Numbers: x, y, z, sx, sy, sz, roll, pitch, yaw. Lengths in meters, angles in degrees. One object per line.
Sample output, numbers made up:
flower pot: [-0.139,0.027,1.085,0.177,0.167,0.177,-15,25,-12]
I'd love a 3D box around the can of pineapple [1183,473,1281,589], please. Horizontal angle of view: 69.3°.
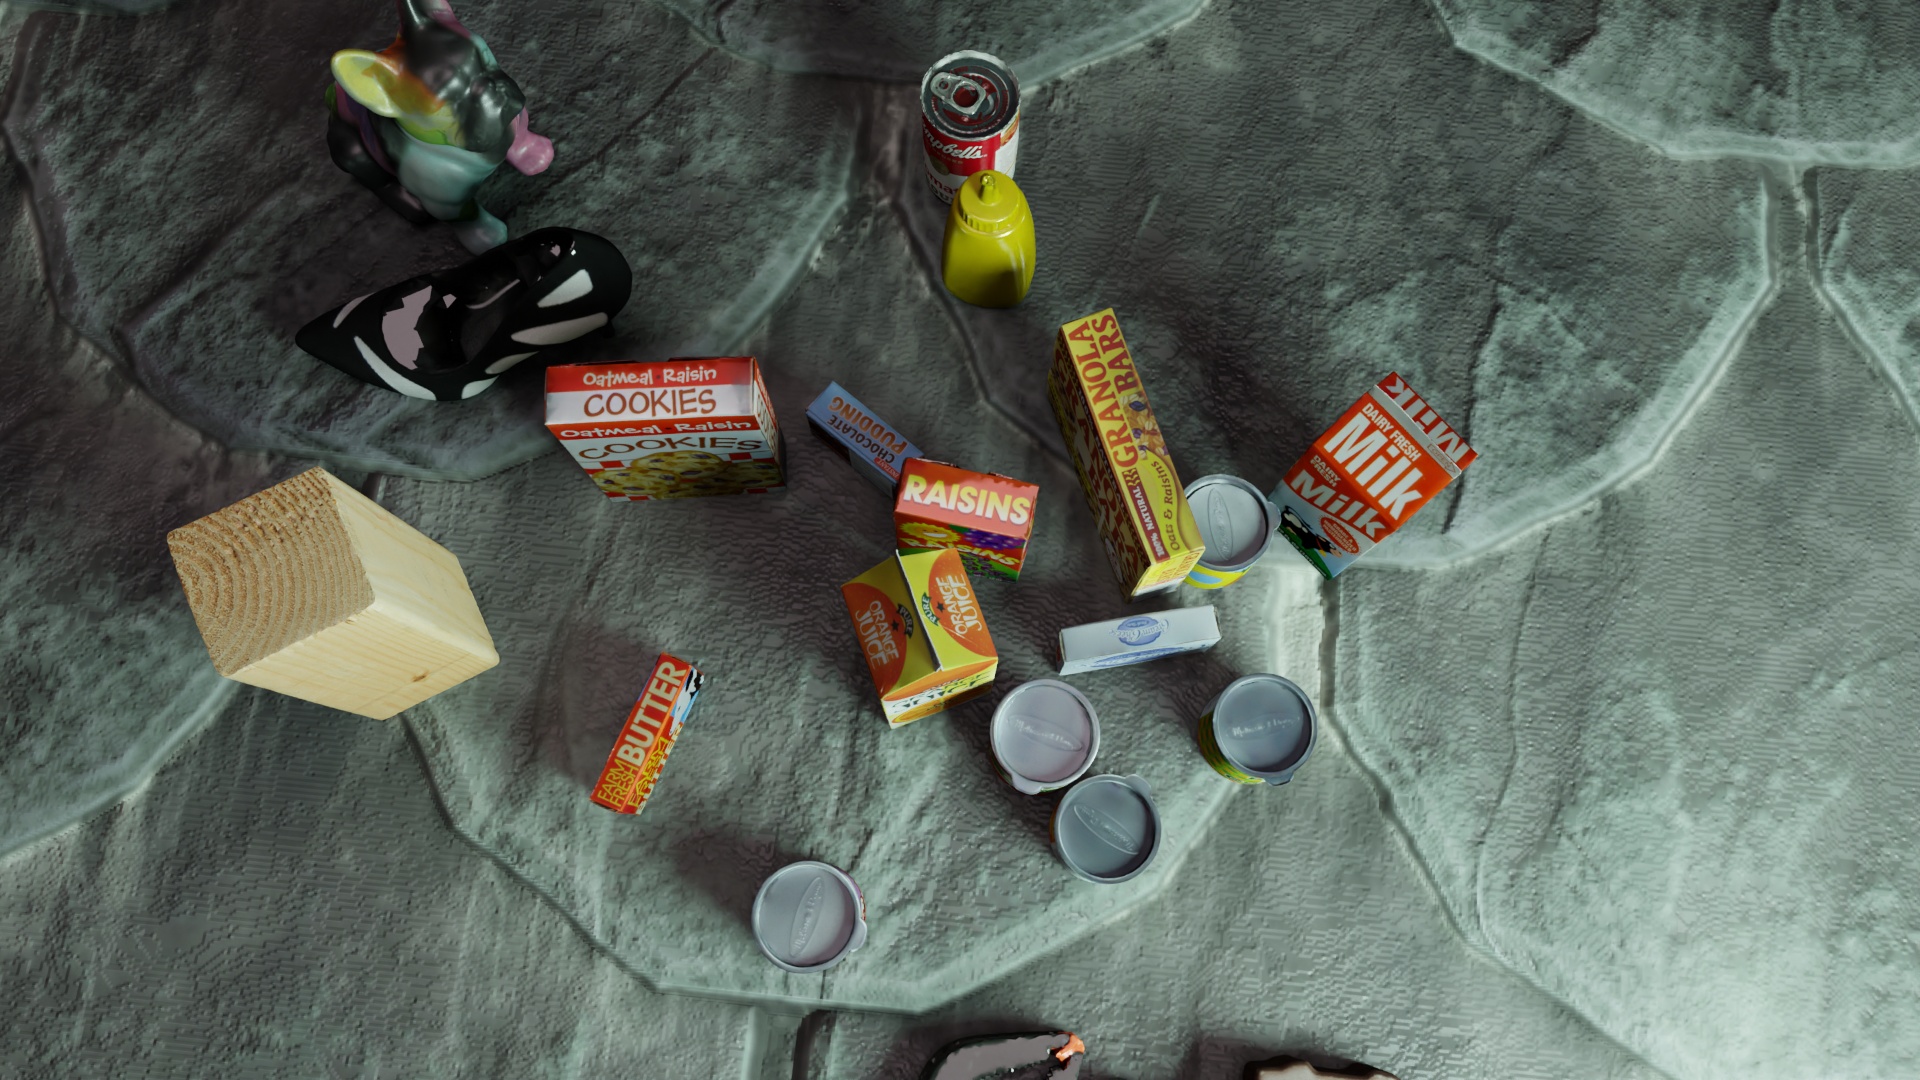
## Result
can of pineapple: [0.172,-0.004,0.927,0.071,0.057,0.071,0,76,0]

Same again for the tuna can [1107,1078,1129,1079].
tuna can: [0.096,0.365,0.843,0.071,0.032,0.071,0,75,-1]

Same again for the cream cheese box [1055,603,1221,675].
cream cheese box: [0.115,0.065,0.911,0.104,0.053,0.024,-9,76,-3]

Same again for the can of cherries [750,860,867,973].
can of cherries: [-0.091,0.234,0.862,0.071,0.058,0.071,0,76,0]

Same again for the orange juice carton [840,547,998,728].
orange juice carton: [-0.024,0.059,0.839,0.073,0.192,0.072,-19,77,-5]

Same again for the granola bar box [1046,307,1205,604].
granola bar box: [0.103,-0.050,0.905,0.039,0.124,0.166,-18,76,-5]

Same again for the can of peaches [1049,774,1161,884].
can of peaches: [0.092,0.181,0.878,0.071,0.058,0.071,0,76,0]

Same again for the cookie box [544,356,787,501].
cookie box: [-0.181,-0.069,0.884,0.123,0.167,0.040,-3,76,-1]

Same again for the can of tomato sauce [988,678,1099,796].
can of tomato sauce: [0.051,0.128,0.878,0.071,0.083,0.071,0,76,0]

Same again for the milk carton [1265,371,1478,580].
milk carton: [0.256,-0.041,0.870,0.073,0.190,0.072,-41,80,-10]

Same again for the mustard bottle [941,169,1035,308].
mustard bottle: [0.020,-0.206,0.926,0.065,0.160,0.049,11,76,2]

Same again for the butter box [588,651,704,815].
butter box: [-0.200,0.125,0.892,0.024,0.053,0.104,23,76,5]

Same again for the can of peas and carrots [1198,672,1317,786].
can of peas and carrots: [0.191,0.124,0.893,0.071,0.058,0.071,0,76,0]

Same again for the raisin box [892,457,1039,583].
raisin box: [0.003,-0.011,0.894,0.086,0.123,0.040,12,76,3]

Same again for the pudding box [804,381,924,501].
pudding box: [-0.065,-0.066,0.946,0.084,0.049,0.030,39,79,9]
